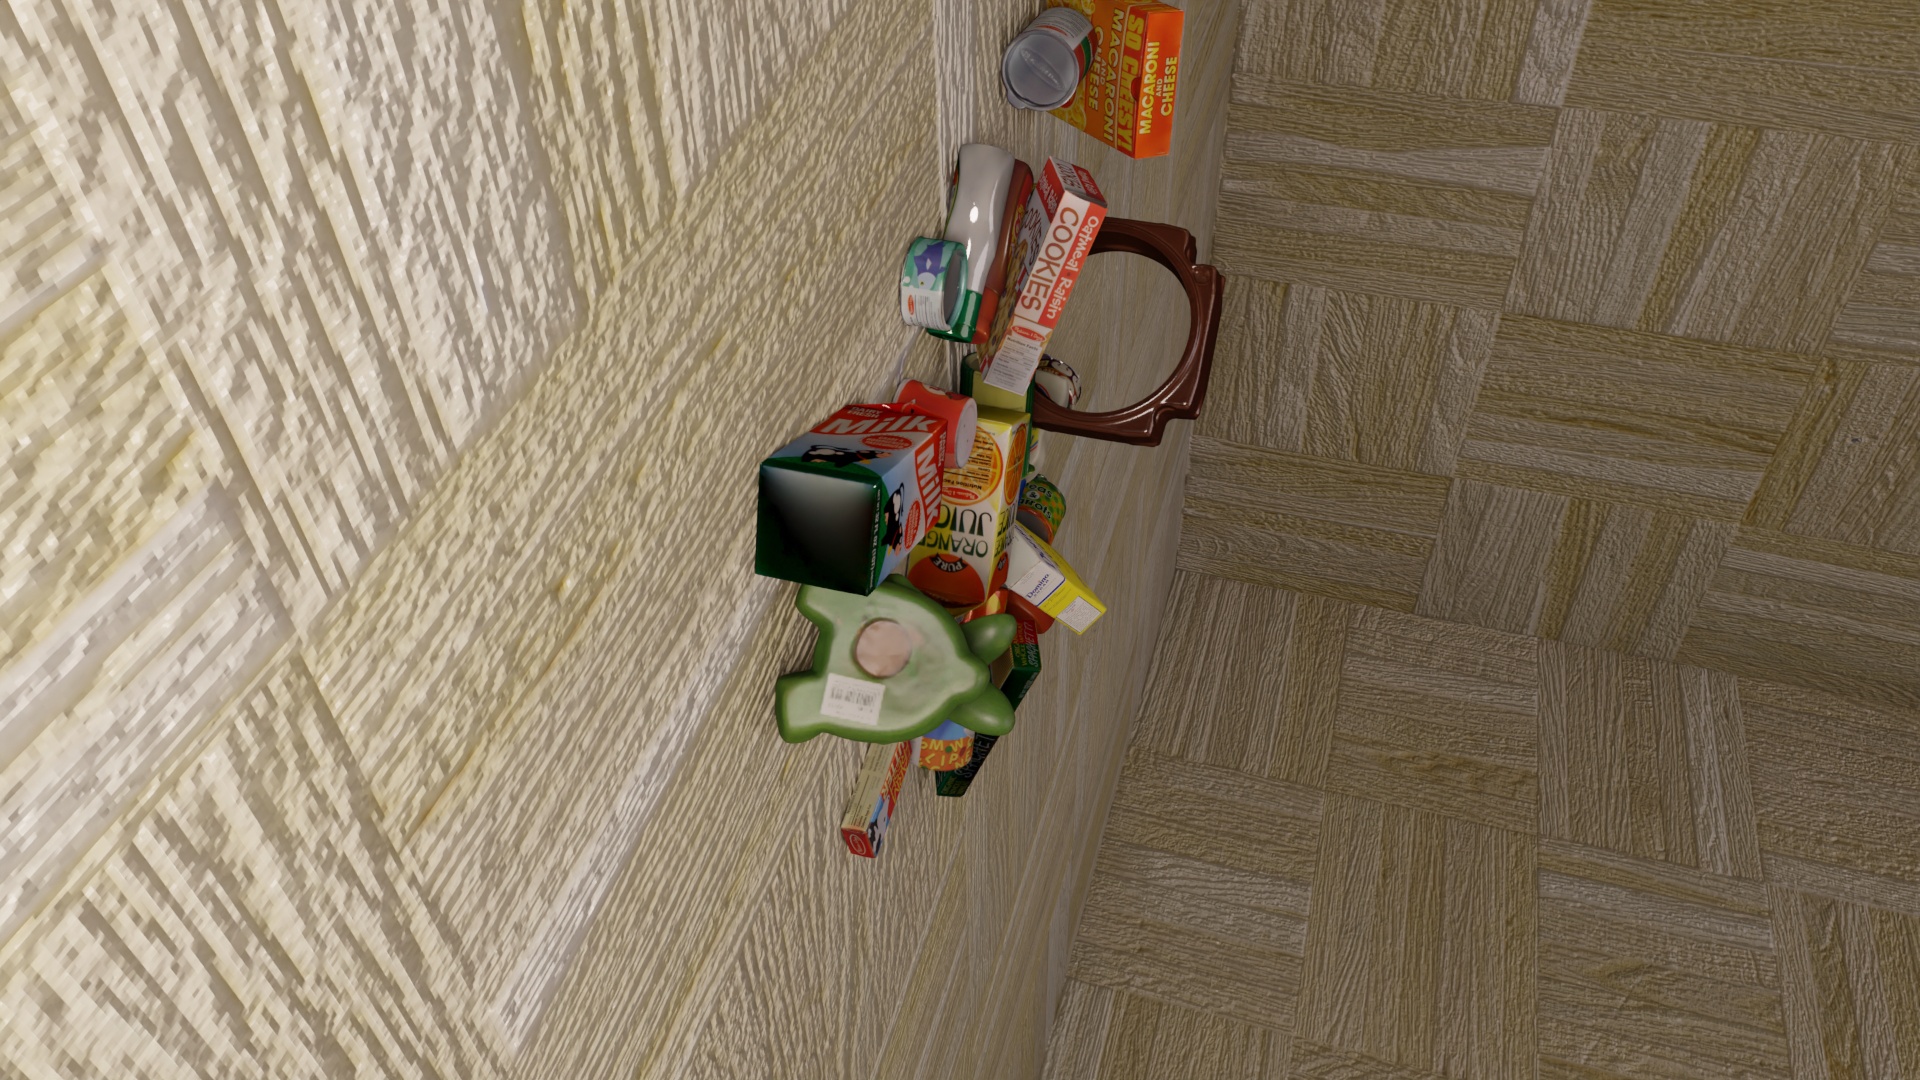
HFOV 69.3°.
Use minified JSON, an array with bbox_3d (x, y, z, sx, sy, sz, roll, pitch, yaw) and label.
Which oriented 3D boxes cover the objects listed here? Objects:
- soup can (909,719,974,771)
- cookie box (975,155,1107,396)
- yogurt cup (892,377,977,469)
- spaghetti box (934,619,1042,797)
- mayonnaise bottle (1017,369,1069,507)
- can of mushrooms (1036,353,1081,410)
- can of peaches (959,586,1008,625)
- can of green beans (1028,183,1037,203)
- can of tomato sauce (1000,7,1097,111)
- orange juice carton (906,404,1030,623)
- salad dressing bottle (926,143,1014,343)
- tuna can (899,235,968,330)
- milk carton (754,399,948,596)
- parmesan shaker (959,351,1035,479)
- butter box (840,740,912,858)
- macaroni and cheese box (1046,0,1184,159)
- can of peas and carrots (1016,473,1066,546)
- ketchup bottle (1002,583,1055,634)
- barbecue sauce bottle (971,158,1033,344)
[{"bbox_3d":[-0.015,0.150,1.217,0.071,0.071,0.083,-48,147,-66],"label":"soup can"},{"bbox_3d":[0.063,-0.218,1.134,0.123,0.040,0.166,-96,-152,-63],"label":"cookie box"},{"bbox_3d":[-0.020,-0.085,1.046,0.072,0.054,0.072,9,92,-76],"label":"yogurt cup"},{"bbox_3d":[0.021,0.159,1.267,0.248,0.029,0.050,115,-25,-50],"label":"spaghetti box"},{"bbox_3d":[0.059,-0.095,1.361,0.041,0.065,0.148,72,35,-68],"label":"mayonnaise bottle"},{"bbox_3d":[0.088,-0.153,1.426,0.034,0.071,0.070,-63,159,-48],"label":"can of mushrooms"},{"bbox_3d":[0.008,0.067,1.253,0.071,0.071,0.058,2,98,-77],"label":"can of peaches"},{"bbox_3d":[0.063,-0.271,1.226,0.071,0.071,0.058,80,25,-57],"label":"can of green beans"},{"bbox_3d":[0.075,-0.406,1.173,0.083,0.071,0.070,-63,159,-53],"label":"can of tomato sauce"},{"bbox_3d":[0.004,-0.015,1.164,0.072,0.073,0.192,-40,139,-70],"label":"orange juice carton"},{"bbox_3d":[0.006,-0.228,1.071,0.064,0.044,0.147,6,96,-88],"label":"salad dressing bottle"},{"bbox_3d":[-0.018,-0.190,1.018,0.071,0.033,0.071,10,92,-77],"label":"tuna can"},{"bbox_3d":[-0.059,-0.036,0.880,0.191,0.073,0.072,-49,147,-66],"label":"milk carton"},{"bbox_3d":[0.034,-0.109,1.218,0.072,0.071,0.102,-57,154,-59],"label":"parmesan shaker"},{"bbox_3d":[-0.068,0.203,1.140,0.053,0.024,0.104,81,23,-53],"label":"butter box"},{"bbox_3d":[0.129,-0.421,1.228,0.167,0.040,0.123,-131,-145,-49],"label":"macaroni and cheese box"},{"bbox_3d":[0.073,-0.026,1.460,0.059,0.071,0.070,-63,159,-49],"label":"can of peas and carrots"},{"bbox_3d":[0.056,0.051,1.471,0.043,0.065,0.148,-57,153,-12],"label":"ketchup bottle"},{"bbox_3d":[0.022,-0.234,1.129,0.064,0.044,0.149,97,7,-75],"label":"barbecue sauce bottle"}]
